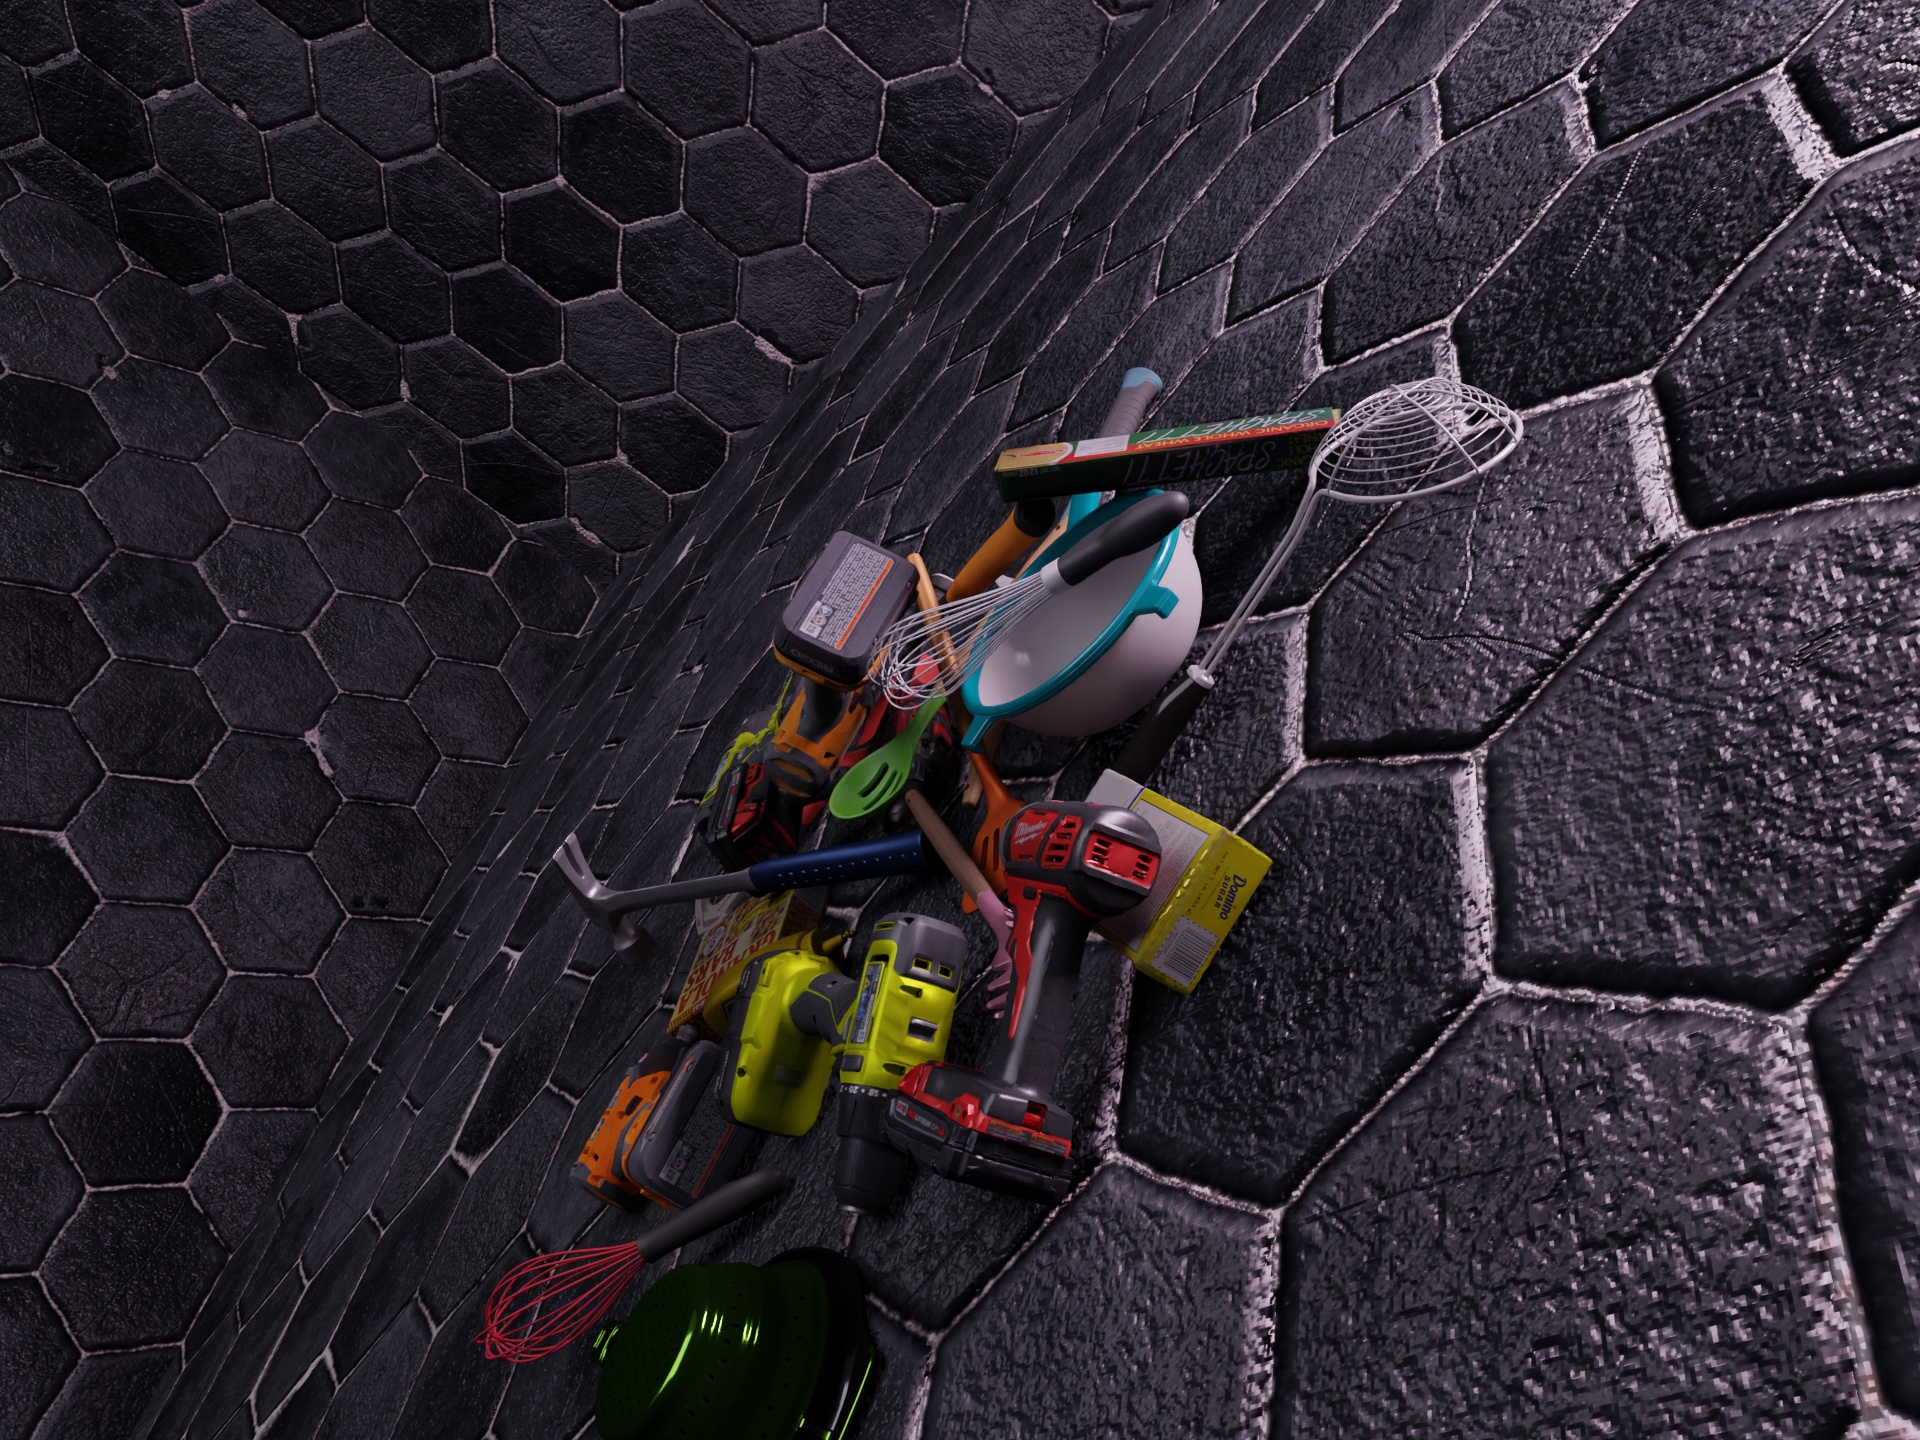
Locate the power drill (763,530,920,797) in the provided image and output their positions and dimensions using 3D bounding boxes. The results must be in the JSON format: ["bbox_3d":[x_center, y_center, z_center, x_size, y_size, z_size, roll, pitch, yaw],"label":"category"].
[{"bbox_3d":[-0.092,-0.059,1.305,0.185,0.084,0.226,-61,-5,-31],"label":"power drill"}]

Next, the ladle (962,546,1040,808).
[{"bbox_3d":[0.047,-0.050,1.378,0.069,0.031,0.316,-28,33,44],"label":"ladle"}]

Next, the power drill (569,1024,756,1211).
[{"bbox_3d":[-0.235,0.321,1.310,0.226,0.084,0.164,-25,33,60],"label":"power drill"}]

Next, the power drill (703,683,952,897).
[{"bbox_3d":[-0.109,0.073,1.389,0.226,0.080,0.188,-25,32,19],"label":"power drill"}]

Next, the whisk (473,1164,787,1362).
[{"bbox_3d":[-0.247,0.400,1.182,0.296,0.073,0.073,-32,25,16],"label":"whisk"}]

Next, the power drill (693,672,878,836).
[{"bbox_3d":[-0.175,0.013,1.589,0.223,0.080,0.171,-38,25,45],"label":"power drill"}]

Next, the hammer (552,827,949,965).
[{"bbox_3d":[-0.184,0.133,1.357,0.405,0.144,0.035,-13,33,35],"label":"hammer"}]

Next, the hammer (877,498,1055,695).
[{"bbox_3d":[0.004,-0.111,1.338,0.127,0.034,0.337,-64,10,-19],"label":"hammer"}]

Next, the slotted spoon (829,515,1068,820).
[{"bbox_3d":[0.000,-0.041,1.305,0.314,0.031,0.070,-53,36,-5],"label":"slotted spoon"}]

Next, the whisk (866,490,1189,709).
[{"bbox_3d":[0.045,-0.086,1.125,0.284,0.070,0.070,-29,29,32],"label":"whisk"}]

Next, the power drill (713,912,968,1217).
[{"bbox_3d":[-0.086,0.237,1.102,0.228,0.080,0.191,-17,55,57],"label":"power drill"}]

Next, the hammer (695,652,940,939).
[{"bbox_3d":[-0.145,0.073,1.584,0.359,0.036,0.149,-51,20,8],"label":"hammer"}]

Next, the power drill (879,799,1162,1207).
[{"bbox_3d":[0.035,0.151,0.913,0.143,0.078,0.220,0,70,66],"label":"power drill"}]

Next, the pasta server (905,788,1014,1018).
[{"bbox_3d":[0.002,0.115,1.126,0.316,0.040,0.060,-131,49,-63],"label":"pasta server"}]

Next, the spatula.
[{"bbox_3d":[-0.002,-0.004,1.247,0.081,0.041,0.323,-40,55,33],"label":"spatula"}]

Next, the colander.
[{"bbox_3d":[-0.198,0.417,1.037,0.397,0.094,0.205,-20,38,57],"label":"colander"}]

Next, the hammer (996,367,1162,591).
[{"bbox_3d":[0.121,-0.214,1.442,0.128,0.033,0.331,-7,42,35],"label":"hammer"}]

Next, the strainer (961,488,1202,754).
[{"bbox_3d":[0.113,-0.098,1.211,0.211,0.095,0.341,-37,22,29],"label":"strainer"}]

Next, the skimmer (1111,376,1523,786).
[{"bbox_3d":[0.212,-0.065,1.026,0.363,0.090,0.127,-57,21,19],"label":"skimmer"}]
